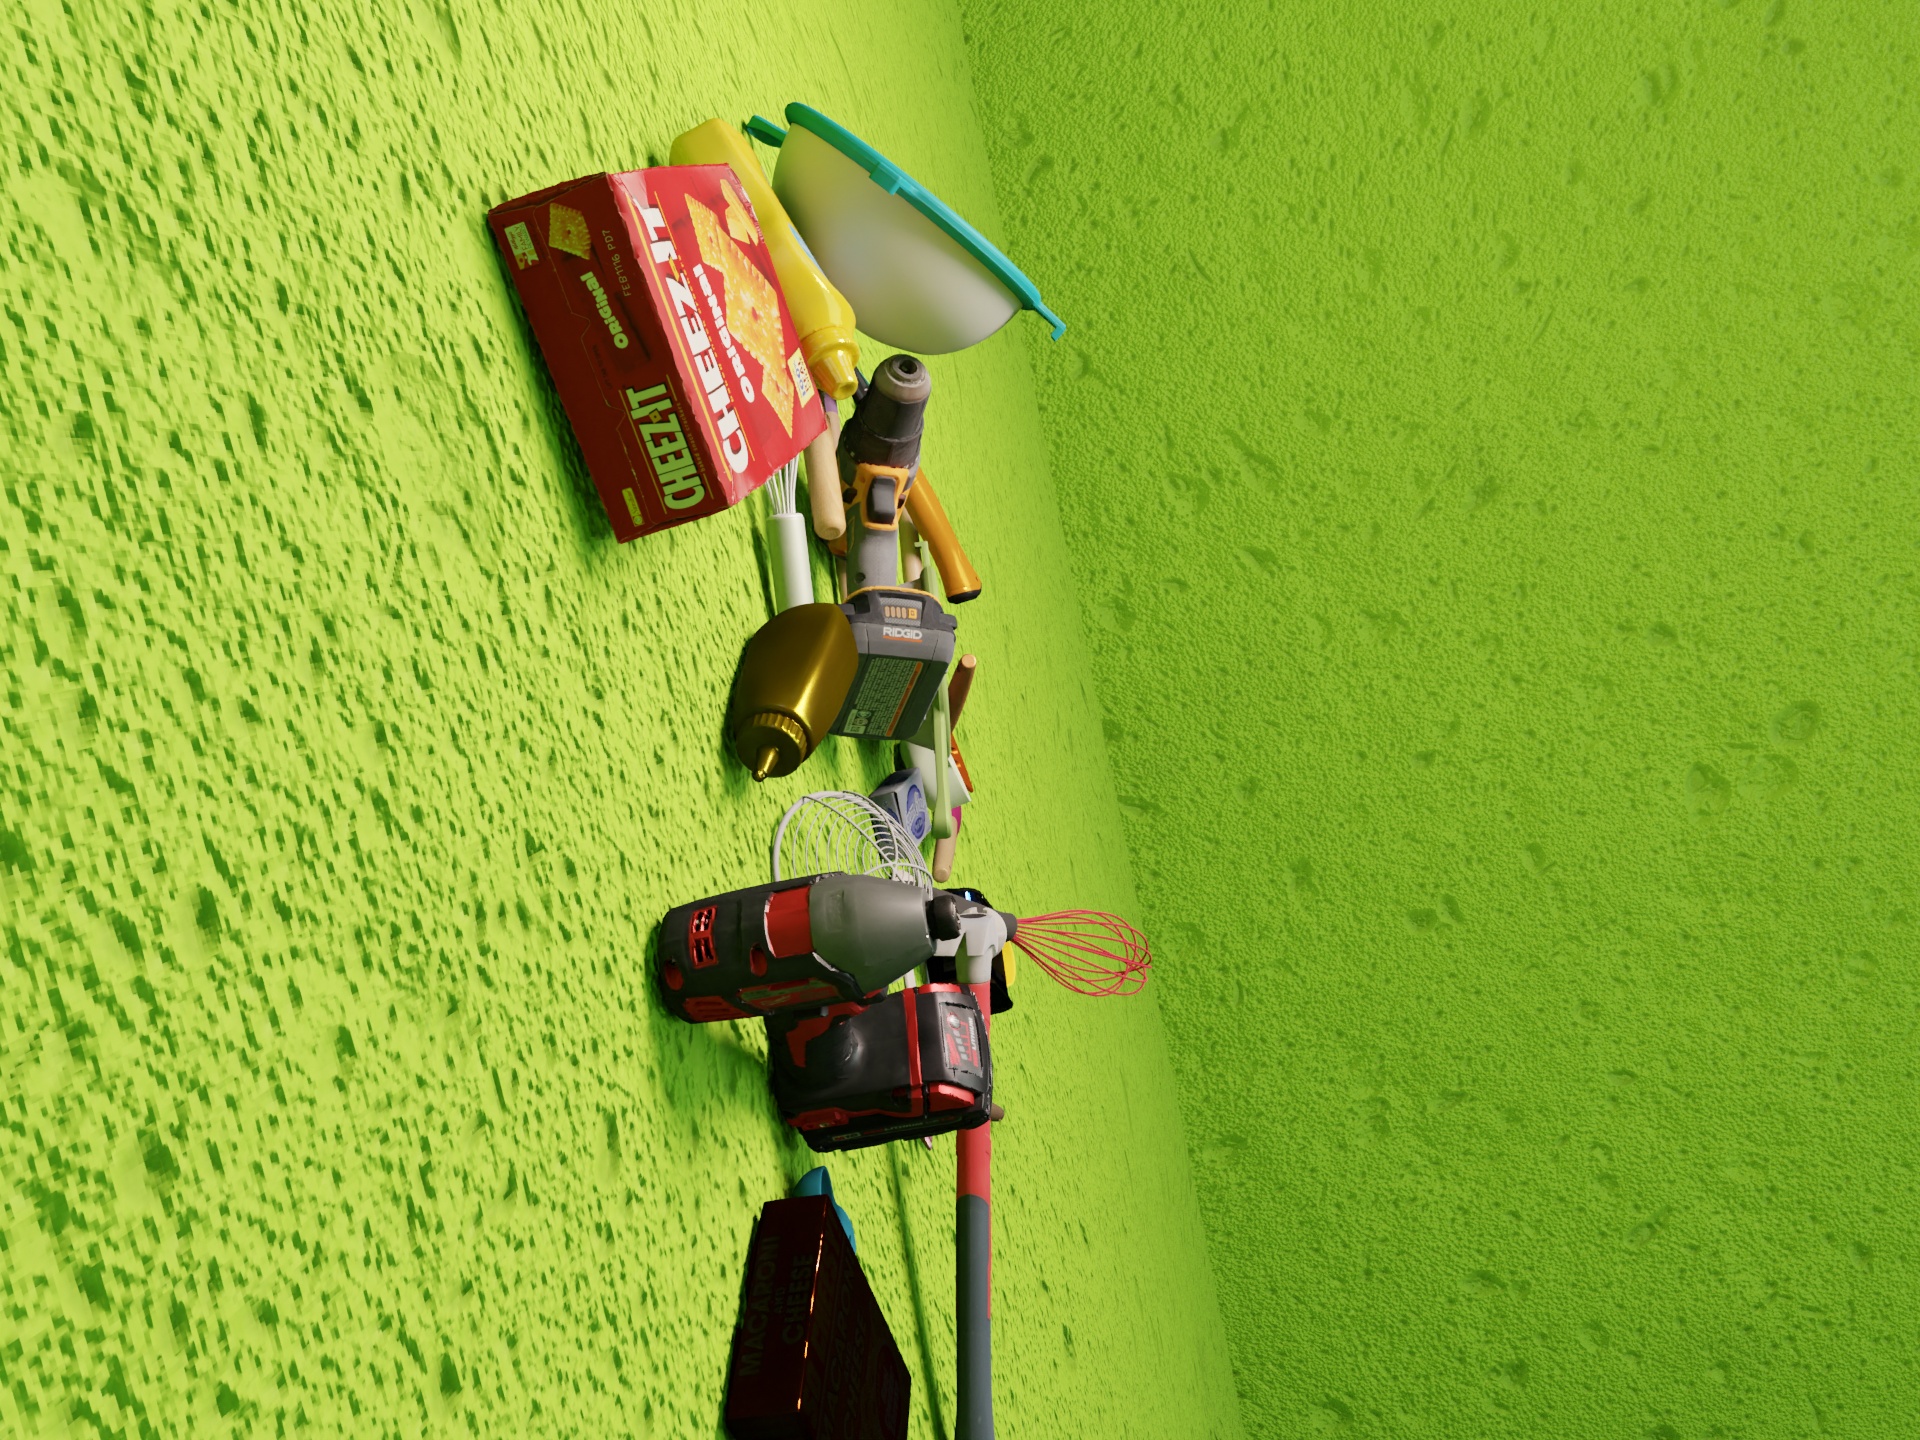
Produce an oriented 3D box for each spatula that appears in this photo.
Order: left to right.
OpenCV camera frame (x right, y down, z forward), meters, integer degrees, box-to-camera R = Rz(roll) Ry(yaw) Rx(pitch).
[{"bbox_3d":[-0.103,-0.223,1.271,0.059,0.018,0.316,47,33,-63],"label":"spatula"},{"bbox_3d":[-0.057,-0.175,1.406,0.082,0.044,0.318,50,31,-69],"label":"spatula"},{"bbox_3d":[-0.002,-0.004,1.373,0.322,0.041,0.081,110,-40,-73],"label":"spatula"}]

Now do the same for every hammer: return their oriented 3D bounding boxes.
[{"bbox_3d":[-0.060,-0.234,1.326,0.127,0.034,0.336,-84,152,-48],"label":"hammer"},{"bbox_3d":[0.007,0.324,1.051,0.143,0.038,0.386,9,81,-84],"label":"hammer"}]

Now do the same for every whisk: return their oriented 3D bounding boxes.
[{"bbox_3d":[-0.116,-0.140,1.040,0.059,0.058,0.246,-20,104,-72],"label":"whisk"},{"bbox_3d":[-0.100,-0.226,1.110,0.047,0.051,0.245,14,50,-34],"label":"whisk"},{"bbox_3d":[0.051,0.170,1.271,0.295,0.073,0.073,21,52,-39],"label":"whisk"}]

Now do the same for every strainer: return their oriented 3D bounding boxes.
[{"bbox_3d":[-0.089,-0.344,1.116,0.210,0.095,0.341,28,11,-46],"label":"strainer"},{"bbox_3d":[-0.043,-0.006,1.195,0.257,0.069,0.151,-95,-179,-47],"label":"strainer"}]

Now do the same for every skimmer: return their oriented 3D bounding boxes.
[{"bbox_3d":[-0.054,0.175,1.096,0.363,0.090,0.127,82,8,-56],"label":"skimmer"}]

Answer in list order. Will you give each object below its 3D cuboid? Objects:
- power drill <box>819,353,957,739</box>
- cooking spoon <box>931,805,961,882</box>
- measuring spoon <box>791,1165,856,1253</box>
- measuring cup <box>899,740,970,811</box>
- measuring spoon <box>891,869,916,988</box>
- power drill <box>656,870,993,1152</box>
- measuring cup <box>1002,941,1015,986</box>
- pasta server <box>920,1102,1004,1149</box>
[{"bbox_3d":[-0.053,-0.124,1.106,0.185,0.084,0.226,117,-27,-54],"label":"power drill"},{"bbox_3d":[-0.011,0.095,1.371,0.319,0.017,0.068,-78,157,-81],"label":"cooking spoon"},{"bbox_3d":[-0.078,0.287,0.905,0.128,0.021,0.042,80,4,-59],"label":"measuring spoon"},{"bbox_3d":[-0.044,0.001,1.339,0.167,0.038,0.083,63,1,3],"label":"measuring cup"},{"bbox_3d":[-0.036,0.175,1.223,0.034,0.018,0.124,37,44,-75],"label":"measuring spoon"},{"bbox_3d":[-0.053,0.146,0.820,0.219,0.143,0.079,68,12,-56],"label":"power drill"},{"bbox_3d":[0.007,0.202,1.440,0.156,0.029,0.062,42,37,-54],"label":"measuring cup"},{"bbox_3d":[0.009,0.314,1.275,0.040,0.060,0.316,44,-4,19],"label":"pasta server"}]
